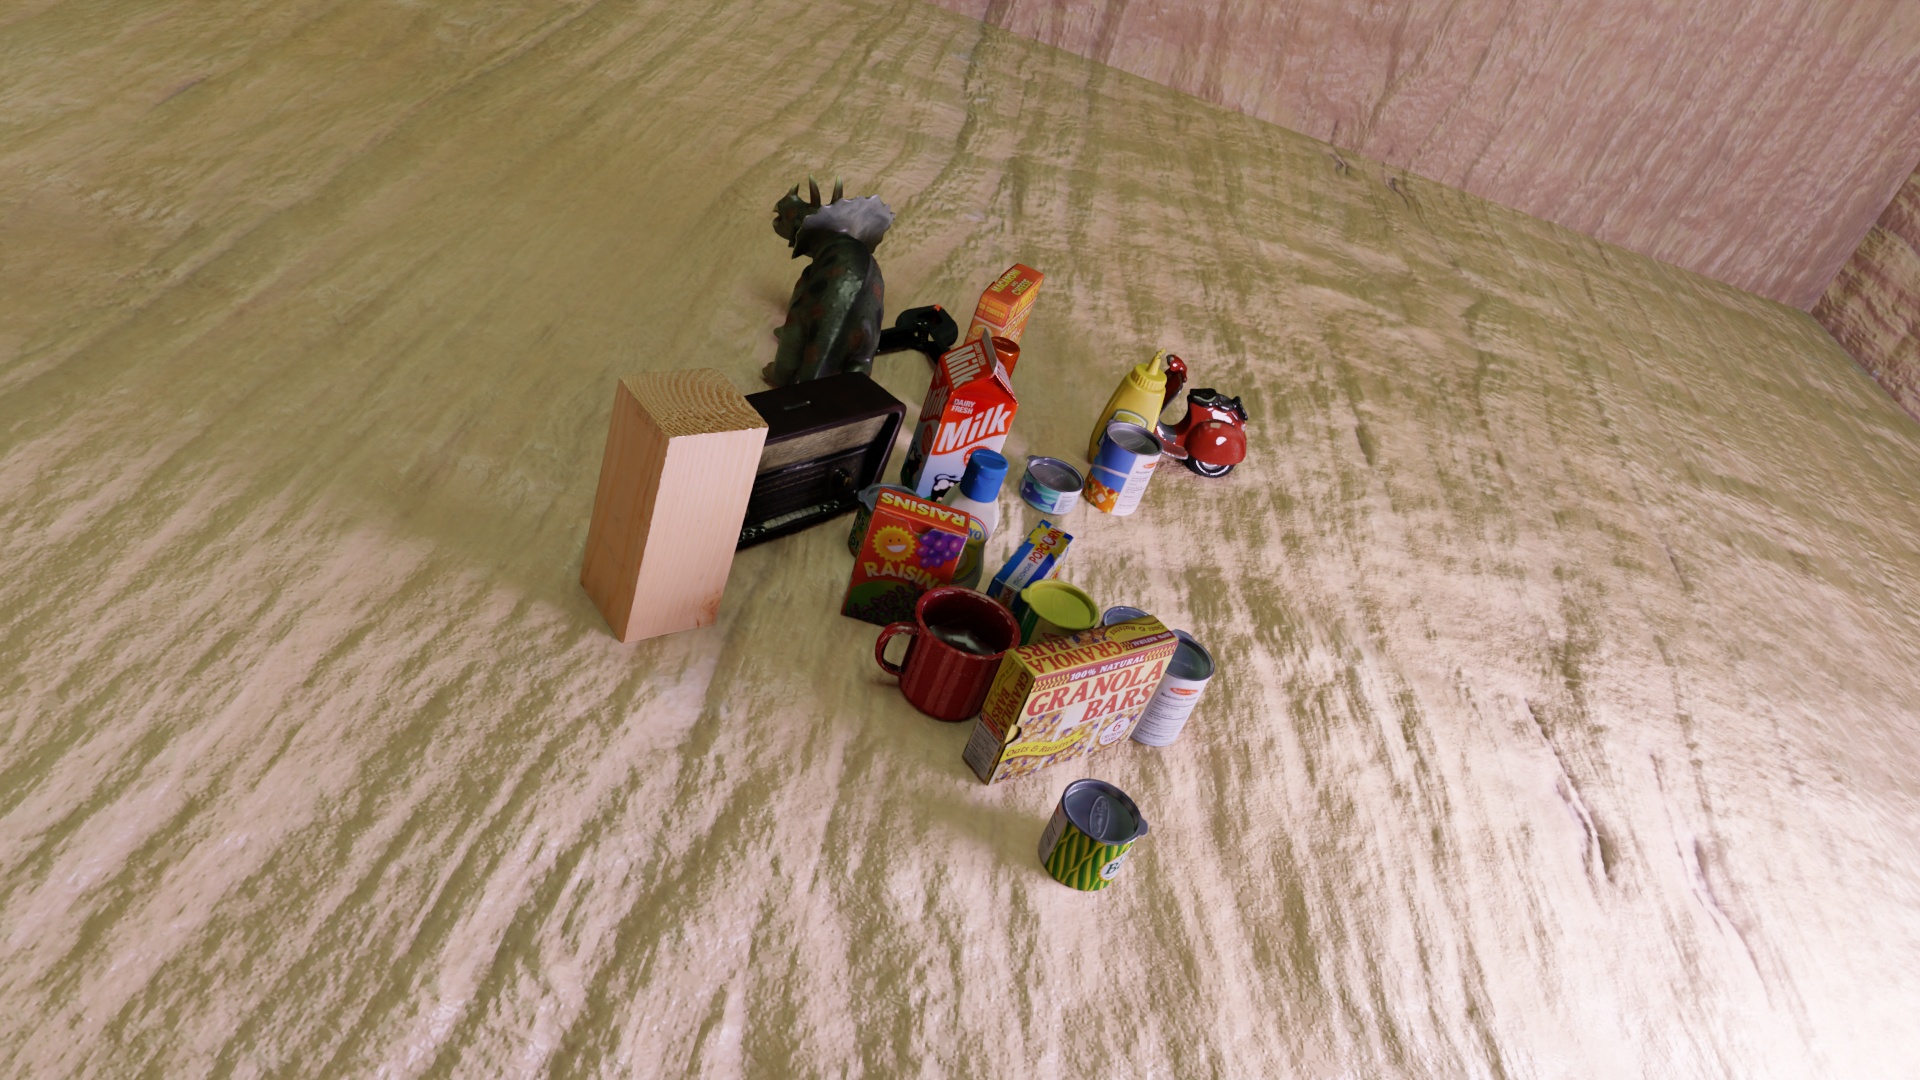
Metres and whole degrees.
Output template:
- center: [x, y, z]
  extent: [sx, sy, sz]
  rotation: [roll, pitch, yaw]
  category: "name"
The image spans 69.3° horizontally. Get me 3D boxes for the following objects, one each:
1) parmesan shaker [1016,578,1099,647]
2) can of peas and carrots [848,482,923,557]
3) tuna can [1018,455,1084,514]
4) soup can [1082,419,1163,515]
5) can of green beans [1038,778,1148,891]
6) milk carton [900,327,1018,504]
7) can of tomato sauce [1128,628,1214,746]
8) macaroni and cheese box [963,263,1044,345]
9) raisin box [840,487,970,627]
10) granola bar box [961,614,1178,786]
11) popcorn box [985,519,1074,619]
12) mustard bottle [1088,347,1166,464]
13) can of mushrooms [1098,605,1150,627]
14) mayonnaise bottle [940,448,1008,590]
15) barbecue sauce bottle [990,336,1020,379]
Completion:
- center: [0.070, 0.093, 1.217]
  extent: [0.071, 0.102, 0.072]
  rotation: [14, 34, -10]
  category: "parmesan shaker"
- center: [-0.072, -0.013, 1.332]
  extent: [0.071, 0.058, 0.071]
  rotation: [14, 34, -10]
  category: "can of peas and carrots"
- center: [0.097, -0.061, 1.514]
  extent: [0.071, 0.032, 0.071]
  rotation: [14, 34, -10]
  category: "tuna can"
- center: [0.177, -0.081, 1.540]
  extent: [0.071, 0.083, 0.072]
  rotation: [14, 34, -10]
  category: "soup can"
- center: [0.100, 0.229, 1.080]
  extent: [0.071, 0.057, 0.071]
  rotation: [14, 34, -10]
  category: "can of green beans"
- center: [0.003, -0.118, 1.401]
  extent: [0.073, 0.189, 0.073]
  rotation: [8, 35, -18]
  category: "milk carton"
- center: [0.180, 0.131, 1.240]
  extent: [0.071, 0.082, 0.071]
  rotation: [14, 34, -10]
  category: "can of tomato sauce"
- center: [0.034, -0.222, 1.588]
  extent: [0.040, 0.165, 0.124]
  rotation: [26, 34, 8]
  category: "macaroni and cheese box"
- center: [-0.050, 0.021, 1.236]
  extent: [0.086, 0.122, 0.040]
  rotation: [17, 33, -6]
  category: "raisin box"
- center: [0.093, 0.132, 1.155]
  extent: [0.166, 0.123, 0.039]
  rotation: [-10, 44, -38]
  category: "granola bar box"
- center: [0.056, 0.046, 1.292]
  extent: [0.038, 0.084, 0.127]
  rotation: [28, 34, 11]
  category: "popcorn box"
- center: [0.197, -0.150, 1.579]
  extent: [0.065, 0.159, 0.049]
  rotation: [21, 33, 0]
  category: "mustard bottle"
- center: [0.163, 0.097, 1.324]
  extent: [0.071, 0.033, 0.071]
  rotation: [14, 34, -10]
  category: "can of mushrooms"
- center: [0.005, -0.016, 1.296]
  extent: [0.065, 0.147, 0.041]
  rotation: [16, 33, -8]
  category: "mayonnaise bottle"
- center: [0.024, -0.148, 1.494]
  extent: [0.065, 0.147, 0.044]
  rotation: [25, 33, 6]
  category: "barbecue sauce bottle"
